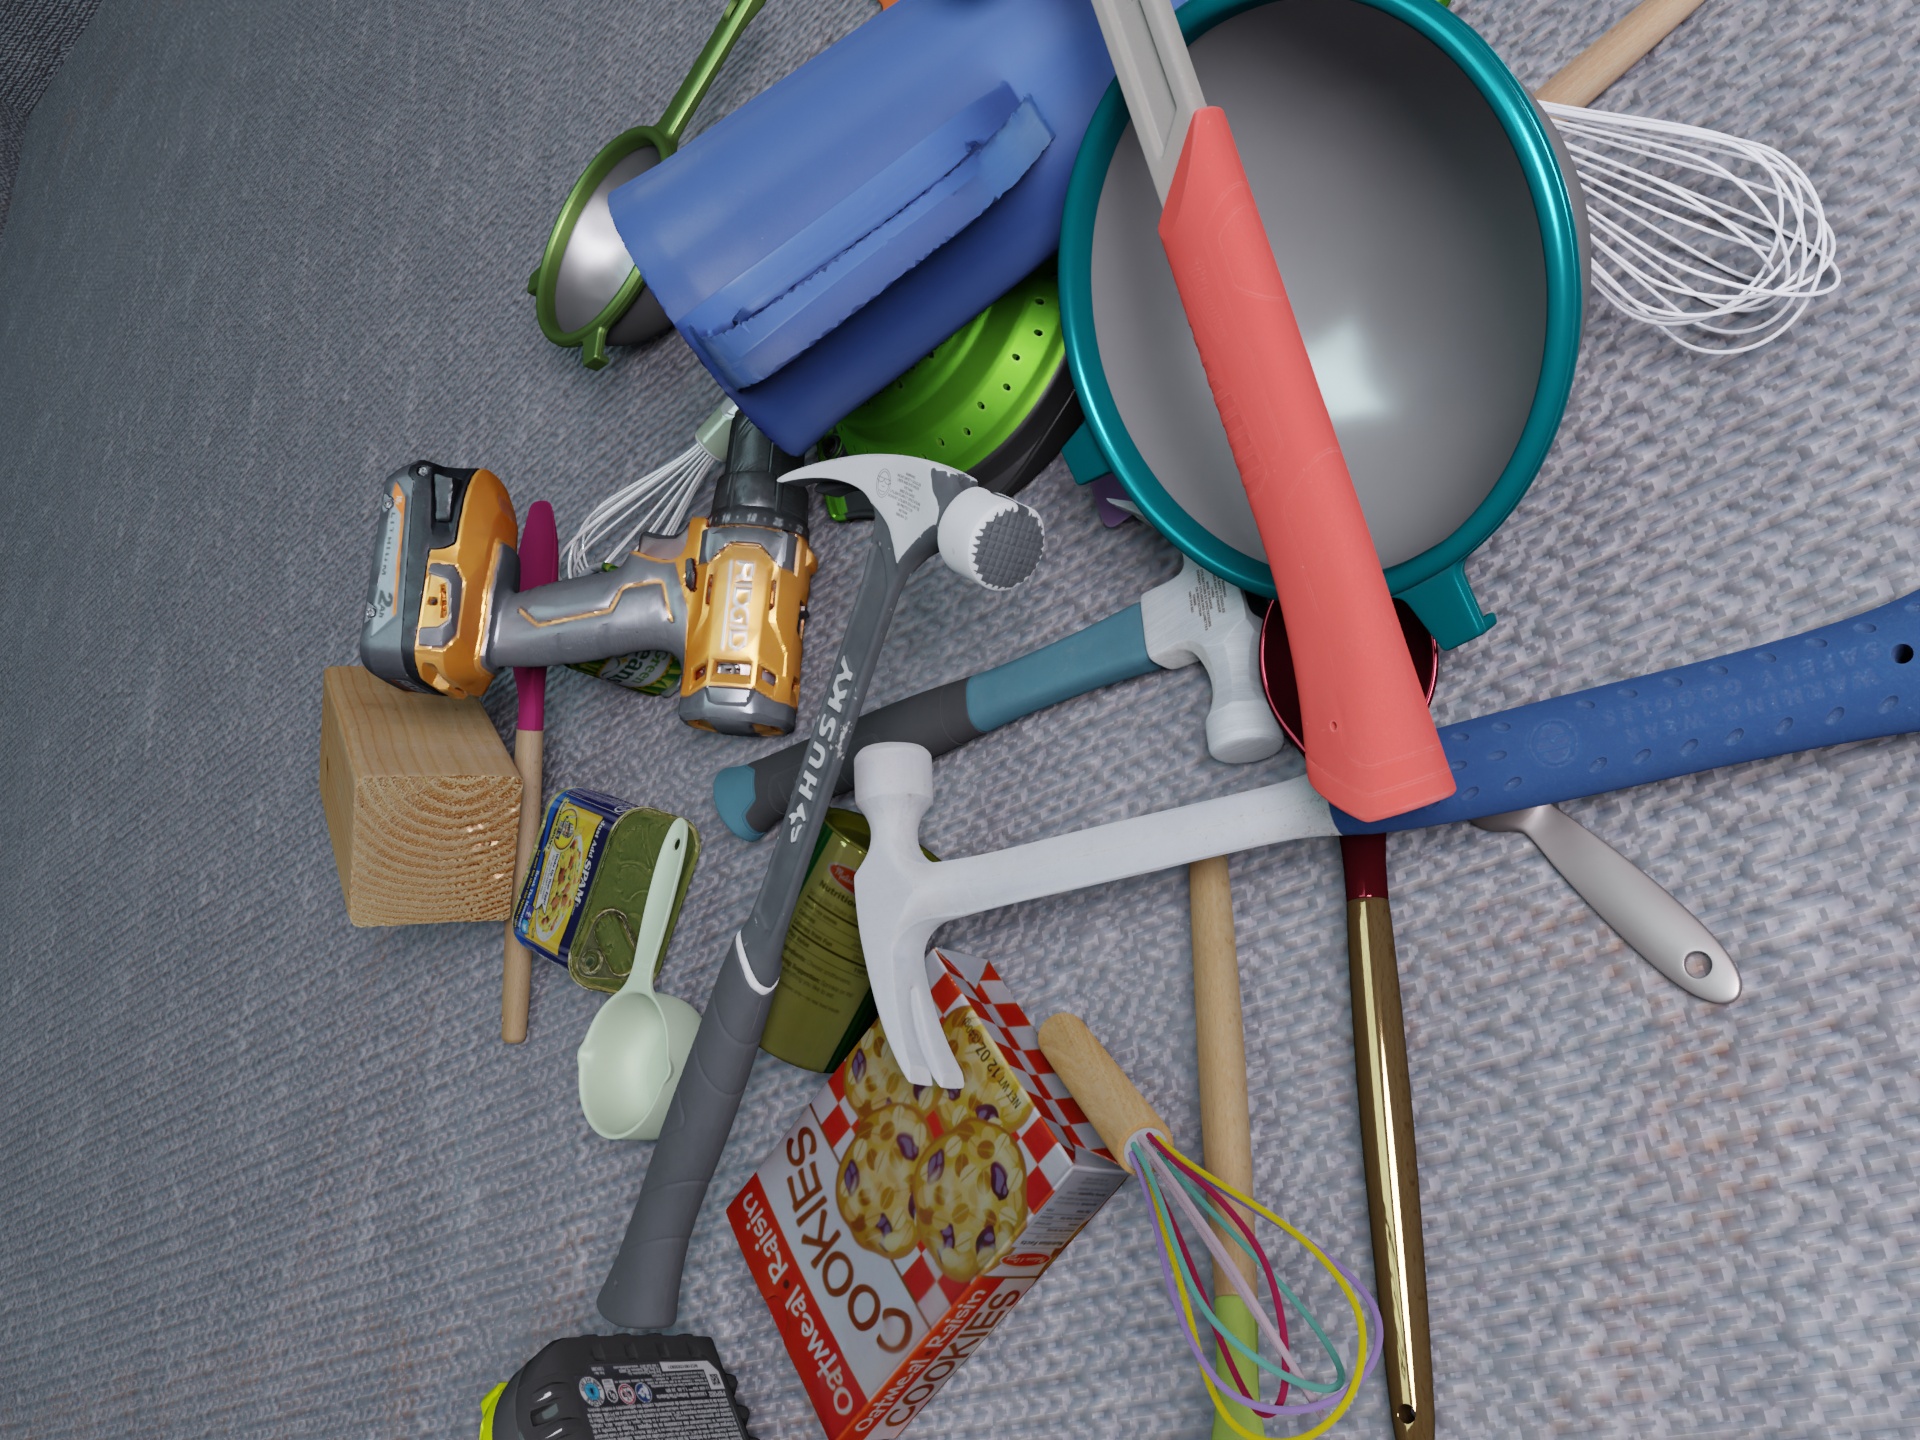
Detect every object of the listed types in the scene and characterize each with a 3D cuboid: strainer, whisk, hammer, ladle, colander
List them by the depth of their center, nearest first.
[{"bbox_3d":[0.091,-0.145,0.505,0.149,0.036,0.359,-24,83,53],"label":"hammer"},{"bbox_3d":[0.144,-0.208,0.532,0.211,0.095,0.340,32,129,38],"label":"strainer"},{"bbox_3d":[0.068,0.159,0.543,0.245,0.051,0.047,-137,60,-70],"label":"whisk"},{"bbox_3d":[0.123,0.036,0.557,0.405,0.035,0.144,-17,67,34],"label":"hammer"},{"bbox_3d":[0.147,0.089,0.561,0.069,0.031,0.316,-13,68,33],"label":"ladle"},{"bbox_3d":[0.105,0.180,0.566,0.078,0.062,0.320,-30,48,42],"label":"ladle"},{"bbox_3d":[0.195,-0.219,0.588,0.070,0.070,0.285,-54,52,15],"label":"whisk"},{"bbox_3d":[-0.084,0.081,0.677,0.149,0.036,0.409,34,108,49],"label":"hammer"},{"bbox_3d":[-0.001,-0.002,0.738,0.331,0.033,0.128,-22,61,38],"label":"hammer"},{"bbox_3d":[0.037,-0.241,0.747,0.397,0.094,0.205,-30,56,34],"label":"colander"},{"bbox_3d":[-0.153,-0.157,0.941,0.246,0.059,0.058,-42,59,19],"label":"whisk"},{"bbox_3d":[-0.179,-0.343,1.020,0.256,0.069,0.152,-55,43,13],"label":"strainer"}]

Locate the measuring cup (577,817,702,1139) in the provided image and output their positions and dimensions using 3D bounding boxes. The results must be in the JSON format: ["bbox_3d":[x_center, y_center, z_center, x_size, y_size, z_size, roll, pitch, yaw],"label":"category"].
[{"bbox_3d":[-0.153,0.136,0.834,0.083,0.038,0.168,-4,70,44],"label":"measuring cup"}]

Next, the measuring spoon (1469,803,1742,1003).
[{"bbox_3d":[0.206,0.047,0.524,0.034,0.018,0.124,-53,46,16],"label":"measuring spoon"}]

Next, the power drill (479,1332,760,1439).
[{"bbox_3d":[-0.200,0.368,0.708,0.223,0.171,0.080,-42,55,15],"label":"power drill"}]

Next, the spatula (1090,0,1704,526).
[{"bbox_3d":[0.168,-0.190,0.653,0.316,0.018,0.060,-38,44,29],"label":"spatula"}]

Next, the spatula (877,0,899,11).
[{"bbox_3d":[-0.070,-0.362,0.927,0.081,0.041,0.323,3,70,45],"label":"spatula"}]

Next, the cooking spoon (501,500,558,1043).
[{"bbox_3d":[-0.253,0.031,0.932,0.069,0.017,0.319,8,95,56],"label":"cooking spoon"}]

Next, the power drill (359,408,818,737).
[{"bbox_3d":[-0.189,-0.090,0.853,0.226,0.084,0.185,4,80,4],"label":"power drill"}]
